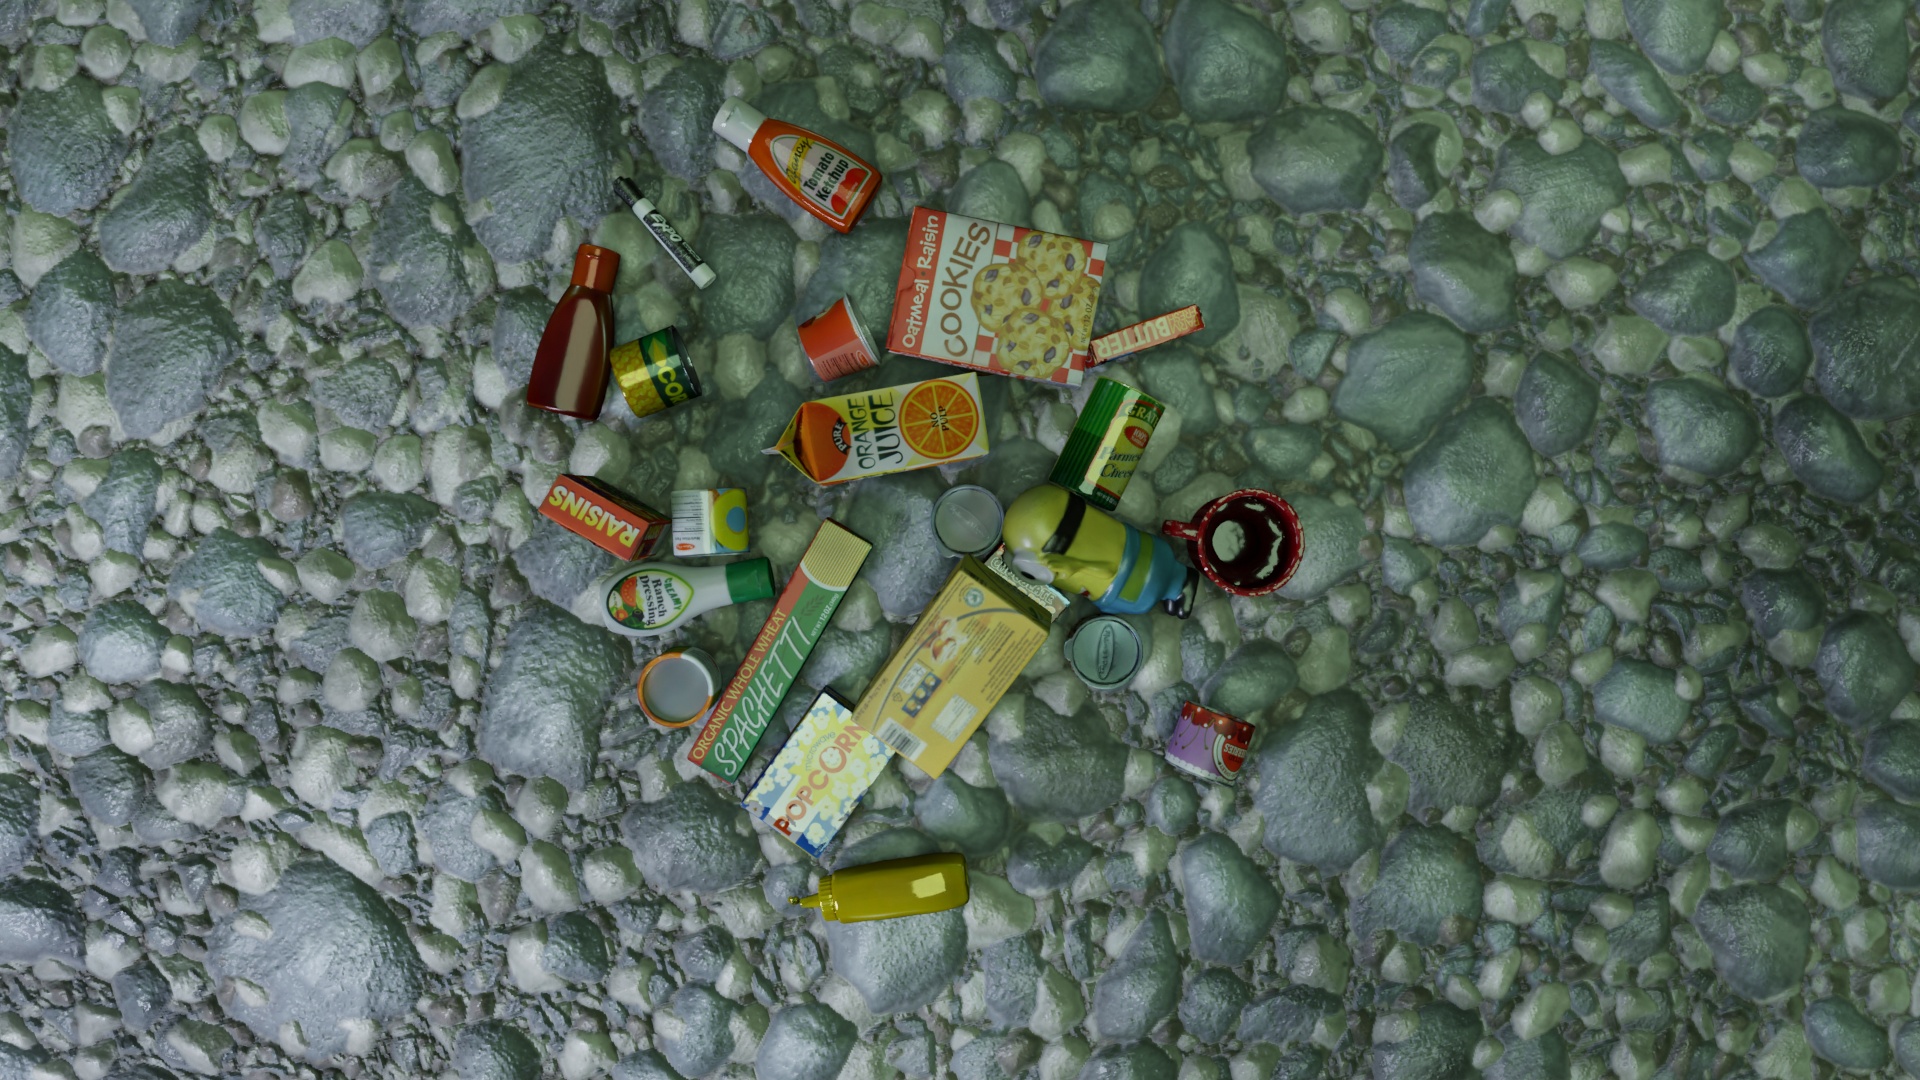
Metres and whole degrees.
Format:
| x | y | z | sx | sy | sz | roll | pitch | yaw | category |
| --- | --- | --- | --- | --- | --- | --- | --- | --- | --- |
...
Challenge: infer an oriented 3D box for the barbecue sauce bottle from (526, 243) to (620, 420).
| x | y | z | sx | sy | sz | roll | pitch | yaw | category |
| --- | --- | --- | --- | --- | --- | --- | --- | --- | --- |
| -0.331 | -0.182 | 1.212 | 0.065 | 0.043 | 0.148 | 13 | 90 | -3 | barbecue sauce bottle |

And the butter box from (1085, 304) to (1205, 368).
| x | y | z | sx | sy | sz | roll | pitch | yaw | category |
| --- | --- | --- | --- | --- | --- | --- | --- | --- | --- |
| 0.161 | -0.181 | 1.233 | 0.103 | 0.053 | 0.024 | -19 | 94 | -2 | butter box |

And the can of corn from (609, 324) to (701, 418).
| x | y | z | sx | sy | sz | roll | pitch | yaw | category |
| --- | --- | --- | --- | --- | --- | --- | --- | --- | --- |
| -0.263 | -0.144 | 1.203 | 0.058 | 0.071 | 0.071 | -21 | 92 | -1 | can of corn |

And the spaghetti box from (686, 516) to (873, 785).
| x | y | z | sx | sy | sz | roll | pitch | yaw | category |
| --- | --- | --- | --- | --- | --- | --- | --- | --- | --- |
| -0.160 | 0.099 | 1.233 | 0.050 | 0.028 | 0.250 | 30 | 89 | -2 | spaghetti box |

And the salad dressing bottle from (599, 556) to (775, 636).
| x | y | z | sx | sy | sz | roll | pitch | yaw | category |
| --- | --- | --- | --- | --- | --- | --- | --- | --- | --- |
| -0.239 | 0.045 | 1.220 | 0.148 | 0.044 | 0.064 | -11 | 91 | -3 | salad dressing bottle |

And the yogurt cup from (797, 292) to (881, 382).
| x | y | z | sx | sy | sz | roll | pitch | yaw | category |
| --- | --- | --- | --- | --- | --- | --- | --- | --- | --- |
| -0.107 | -0.174 | 1.215 | 0.054 | 0.072 | 0.072 | -25 | 92 | 6 | yogurt cup |

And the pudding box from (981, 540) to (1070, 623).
| x | y | z | sx | sy | sz | roll | pitch | yaw | category |
| --- | --- | --- | --- | --- | --- | --- | --- | --- | --- |
| 0.052 | 0.045 | 1.242 | 0.083 | 0.030 | 0.049 | 43 | 88 | -3 | pudding box |

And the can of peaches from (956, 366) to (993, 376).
| x | y | z | sx | sy | sz | roll | pitch | yaw | category |
| --- | --- | --- | --- | --- | --- | --- | --- | --- | --- |
| 0.022 | -0.182 | 1.223 | 0.071 | 0.058 | 0.071 | 0 | 91 | -2 | can of peaches |

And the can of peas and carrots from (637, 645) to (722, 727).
| x | y | z | sx | sy | sz | roll | pitch | yaw | category |
| --- | --- | --- | --- | --- | --- | --- | --- | --- | --- |
| -0.247 | 0.129 | 1.214 | 0.071 | 0.059 | 0.071 | 0 | 91 | -3 | can of peas and carrots |

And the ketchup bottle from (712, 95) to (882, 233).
| x | y | z | sx | sy | sz | roll | pitch | yaw | category |
| --- | --- | --- | --- | --- | --- | --- | --- | --- | --- |
| -0.145 | -0.334 | 1.219 | 0.149 | 0.043 | 0.064 | 33 | 90 | -2 | ketchup bottle |

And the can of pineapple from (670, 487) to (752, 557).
| x | y | z | sx | sy | sz | roll | pitch | yaw | category |
| --- | --- | --- | --- | --- | --- | --- | --- | --- | --- |
| -0.217 | -0.016 | 1.211 | 0.071 | 0.071 | 0.058 | -3 | 91 | -3 | can of pineapple |

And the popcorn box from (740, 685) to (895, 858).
| x | y | z | sx | sy | sz | roll | pitch | yaw | category |
| --- | --- | --- | --- | --- | --- | --- | --- | --- | --- |
| -0.123 | 0.205 | 1.231 | 0.085 | 0.038 | 0.126 | 36 | 89 | -3 | popcorn box |

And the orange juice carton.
| x | y | z | sx | sy | sz | roll | pitch | yaw | category |
| --- | --- | --- | --- | --- | --- | --- | --- | --- | --- |
| -0.076 | -0.093 | 1.213 | 0.193 | 0.072 | 0.073 | -10 | 91 | -3 | orange juice carton |

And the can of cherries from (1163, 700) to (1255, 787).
| x | y | z | sx | sy | sz | roll | pitch | yaw | category |
| --- | --- | --- | --- | --- | --- | --- | --- | --- | --- |
| 0.224 | 0.181 | 1.233 | 0.071 | 0.071 | 0.058 | 21 | 89 | -3 | can of cherries |

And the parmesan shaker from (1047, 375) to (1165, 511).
| x | y | z | sx | sy | sz | roll | pitch | yaw | category |
| --- | --- | --- | --- | --- | --- | --- | --- | --- | --- |
| 0.131 | -0.084 | 1.228 | 0.071 | 0.071 | 0.103 | 26 | 90 | -3 | parmesan shaker |

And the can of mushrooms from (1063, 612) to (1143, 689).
| x | y | z | sx | sy | sz | roll | pitch | yaw | category |
| --- | --- | --- | --- | --- | --- | --- | --- | --- | --- |
| 0.126 | 0.098 | 1.245 | 0.071 | 0.033 | 0.071 | 0 | 92 | -3 | can of mushrooms |

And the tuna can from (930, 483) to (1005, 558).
| x | y | z | sx | sy | sz | roll | pitch | yaw | category |
| --- | --- | --- | --- | --- | --- | --- | --- | --- | --- |
| 0.004 | -0.016 | 1.237 | 0.071 | 0.033 | 0.071 | 0 | 91 | -3 | tuna can |

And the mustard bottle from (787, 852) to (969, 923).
| x | y | z | sx | sy | sz | roll | pitch | yaw | category |
| --- | --- | --- | --- | --- | --- | --- | --- | --- | --- |
| -0.073 | 0.309 | 1.226 | 0.160 | 0.065 | 0.049 | -9 | 86 | 3 | mustard bottle |

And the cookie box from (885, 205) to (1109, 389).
| x | y | z | sx | sy | sz | roll | pitch | yaw | category |
| --- | --- | --- | --- | --- | --- | --- | --- | --- | --- |
| 0.030 | -0.204 | 1.172 | 0.167 | 0.040 | 0.123 | 11 | 91 | -3 | cookie box |

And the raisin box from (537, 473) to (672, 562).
| x | y | z | sx | sy | sz | roll | pitch | yaw | category |
| --- | --- | --- | --- | --- | --- | --- | --- | --- | --- |
| -0.298 | -0.020 | 1.177 | 0.086 | 0.123 | 0.040 | 30 | 90 | -4 | raisin box |
